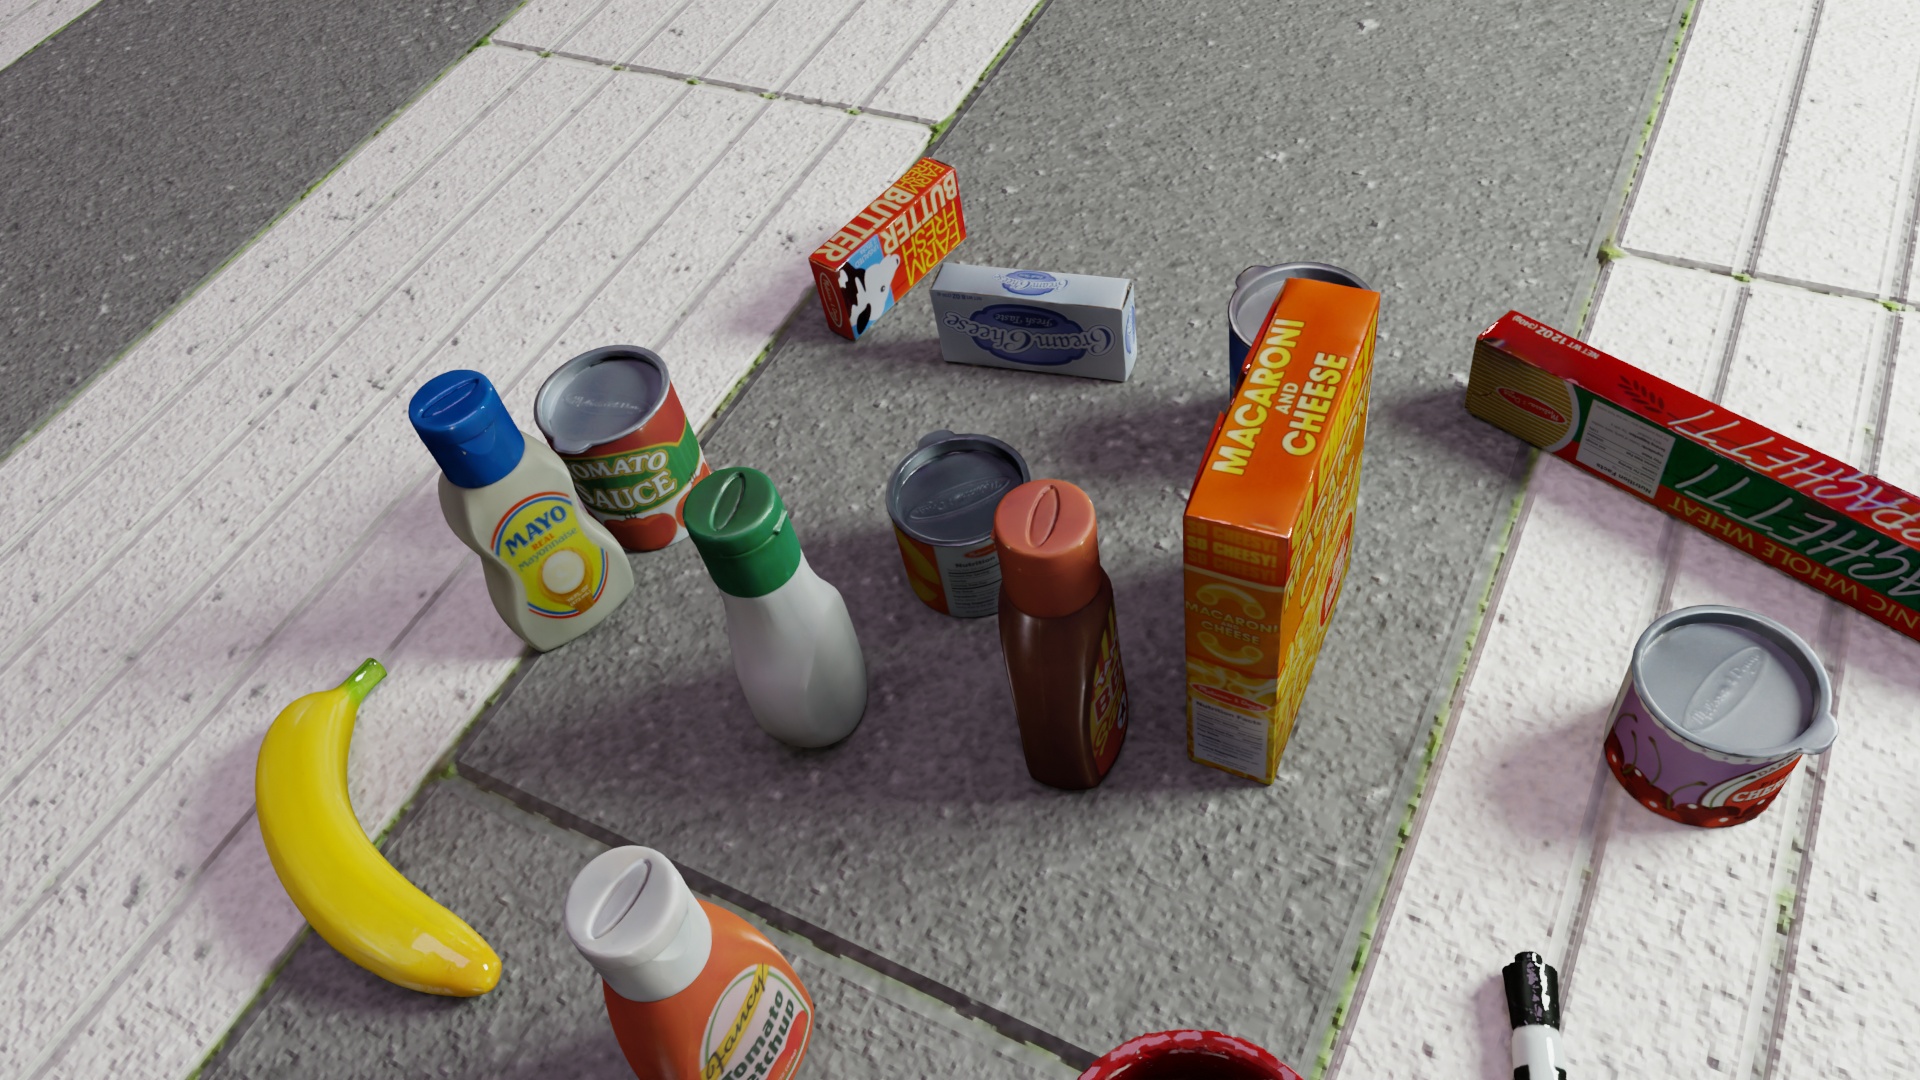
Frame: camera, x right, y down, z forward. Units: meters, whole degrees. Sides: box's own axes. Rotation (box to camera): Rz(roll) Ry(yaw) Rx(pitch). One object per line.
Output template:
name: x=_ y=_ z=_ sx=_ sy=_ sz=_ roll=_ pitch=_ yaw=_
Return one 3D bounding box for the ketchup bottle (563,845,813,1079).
ketchup bottle: x=-0.092 y=0.153 z=0.474 sx=0.043 sy=0.148 sz=0.065 roll=19 pitch=57 yaw=24

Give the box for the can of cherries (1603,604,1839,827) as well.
can of cherries: x=0.287 y=0.069 z=0.528 sx=0.071 sy=0.058 sz=0.072 roll=-5 pitch=51 yaw=7

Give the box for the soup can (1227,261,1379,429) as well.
soup can: x=0.158 y=-0.080 z=0.656 sx=0.071 sy=0.083 sz=0.072 roll=-5 pitch=51 yaw=7

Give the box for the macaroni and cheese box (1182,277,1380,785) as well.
macaroni and cheese box: x=0.124 y=0.001 z=0.544 sx=0.040 sy=0.165 sz=0.124 roll=15 pitch=56 yaw=21

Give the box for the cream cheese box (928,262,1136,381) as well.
cream cheese box: x=0.039 y=-0.114 z=0.726 sx=0.104 sy=0.053 sz=0.024 roll=8 pitch=54 yaw=17

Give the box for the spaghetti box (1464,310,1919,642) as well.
spaghetti box: x=0.337 y=-0.024 z=0.600 sx=0.029 sy=0.050 sz=0.250 roll=-40 pitch=55 yaw=-21

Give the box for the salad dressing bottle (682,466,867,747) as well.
salad dressing bottle: x=-0.074 y=0.030 z=0.570 sx=0.044 sy=0.147 sz=0.064 roll=5 pitch=53 yaw=15

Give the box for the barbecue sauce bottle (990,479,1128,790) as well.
barbecue sauce bottle: x=0.039 y=0.037 z=0.543 sx=0.044 sy=0.147 sz=0.065 roll=7 pitch=53 yaw=16

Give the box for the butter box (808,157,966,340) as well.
butter box: x=-0.039 y=-0.165 z=0.782 sx=0.024 sy=0.053 sz=0.104 roll=28 pitch=61 yaw=29

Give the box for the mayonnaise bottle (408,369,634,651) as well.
mayonnaise bottle: x=-0.200 y=-0.013 z=0.628 sx=0.065 sy=0.147 sz=0.041 roll=-38 pitch=55 yaw=-19

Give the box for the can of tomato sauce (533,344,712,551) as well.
can of tomato sauce: x=-0.164 y=-0.043 z=0.687 sx=0.071 sy=0.082 sz=0.071 roll=-5 pitch=51 yaw=7

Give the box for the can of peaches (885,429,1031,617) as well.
can of peaches: x=0.002 y=-0.008 z=0.644 sx=0.071 sy=0.057 sz=0.071 roll=-5 pitch=51 yaw=7
